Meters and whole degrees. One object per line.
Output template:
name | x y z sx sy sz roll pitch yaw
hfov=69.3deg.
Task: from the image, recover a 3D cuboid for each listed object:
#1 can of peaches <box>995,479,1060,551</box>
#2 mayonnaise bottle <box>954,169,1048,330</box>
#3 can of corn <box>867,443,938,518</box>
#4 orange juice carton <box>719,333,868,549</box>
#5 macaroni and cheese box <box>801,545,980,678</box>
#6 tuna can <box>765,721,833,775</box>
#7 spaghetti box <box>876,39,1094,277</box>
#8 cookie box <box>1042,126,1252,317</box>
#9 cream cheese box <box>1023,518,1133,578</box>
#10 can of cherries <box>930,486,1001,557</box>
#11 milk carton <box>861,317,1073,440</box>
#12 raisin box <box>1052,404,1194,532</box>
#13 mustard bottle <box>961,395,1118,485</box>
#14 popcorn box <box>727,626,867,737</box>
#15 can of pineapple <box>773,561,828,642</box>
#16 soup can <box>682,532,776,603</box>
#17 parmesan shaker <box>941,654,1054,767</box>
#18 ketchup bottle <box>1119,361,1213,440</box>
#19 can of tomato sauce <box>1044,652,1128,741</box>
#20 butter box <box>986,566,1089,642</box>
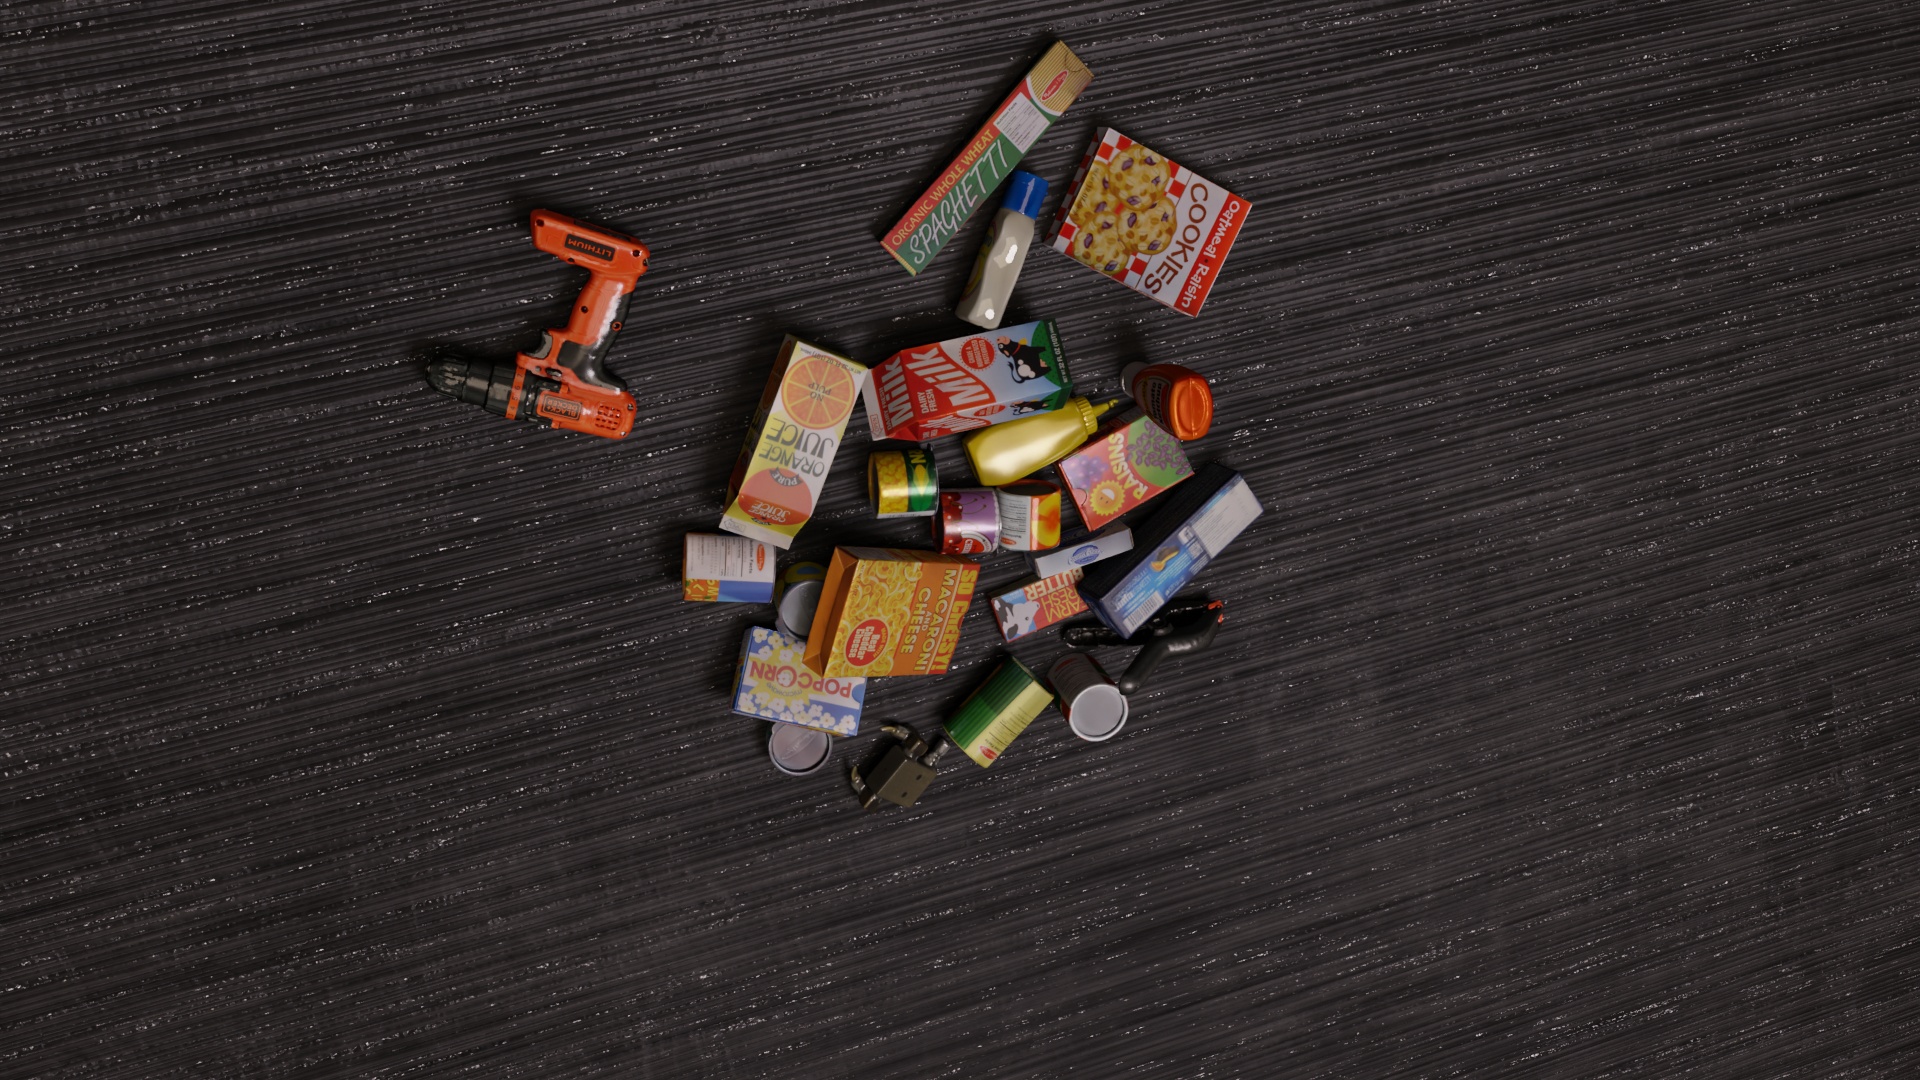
can of peaches | 0.069 -0.027 1.393 0.071 0.071 0.058 -5 108 -13
mayonnaise bottle | 0.040 -0.273 1.310 0.041 0.065 0.148 19 98 -17
can of corn | -0.056 -0.058 1.349 0.058 0.071 0.071 -4 108 -13
orange juice carton | -0.159 -0.090 1.300 0.072 0.073 0.192 20 96 -19
macaroni and cheese box | -0.065 0.071 1.362 0.167 0.040 0.123 4 109 -45
tuna can | -0.167 0.202 1.420 0.071 0.033 0.070 -4 108 -13
spaghetti box | 0.021 -0.356 1.295 0.050 0.029 0.250 41 94 -22
cookie box | 0.182 -0.307 1.346 0.167 0.040 0.122 22 101 -19
cream cheese box | 0.119 0.006 1.422 0.104 0.053 0.024 -18 109 -8
can of cherries | 0.005 -0.017 1.375 0.058 0.071 0.071 -2 108 -13
milk carton | 0.003 -0.147 1.316 0.191 0.073 0.072 -12 79 -6
raisin box | 0.164 -0.077 1.414 0.123 0.040 0.086 -29 113 -3
mustard bottle | 0.084 -0.107 1.379 0.160 0.049 0.065 -22 107 -7
popcorn box | -0.160 0.141 1.382 0.127 0.038 0.085 15 73 -18
can of pineapple | -0.151 0.060 1.366 0.071 0.058 0.070 -4 108 -13
soup can | -0.223 0.027 1.334 0.084 0.071 0.071 2 107 -14
parmesan shaker | 0.041 0.178 1.450 0.103 0.071 0.071 -46 112 2
ketchup bottle | 0.196 -0.143 1.342 0.043 0.149 0.064 -10 109 -11
can of tomato sauce | 0.133 0.165 1.459 0.071 0.083 0.071 -4 109 -13
butter box | 0.084 0.062 1.445 0.103 0.024 0.053 -22 111 -7
